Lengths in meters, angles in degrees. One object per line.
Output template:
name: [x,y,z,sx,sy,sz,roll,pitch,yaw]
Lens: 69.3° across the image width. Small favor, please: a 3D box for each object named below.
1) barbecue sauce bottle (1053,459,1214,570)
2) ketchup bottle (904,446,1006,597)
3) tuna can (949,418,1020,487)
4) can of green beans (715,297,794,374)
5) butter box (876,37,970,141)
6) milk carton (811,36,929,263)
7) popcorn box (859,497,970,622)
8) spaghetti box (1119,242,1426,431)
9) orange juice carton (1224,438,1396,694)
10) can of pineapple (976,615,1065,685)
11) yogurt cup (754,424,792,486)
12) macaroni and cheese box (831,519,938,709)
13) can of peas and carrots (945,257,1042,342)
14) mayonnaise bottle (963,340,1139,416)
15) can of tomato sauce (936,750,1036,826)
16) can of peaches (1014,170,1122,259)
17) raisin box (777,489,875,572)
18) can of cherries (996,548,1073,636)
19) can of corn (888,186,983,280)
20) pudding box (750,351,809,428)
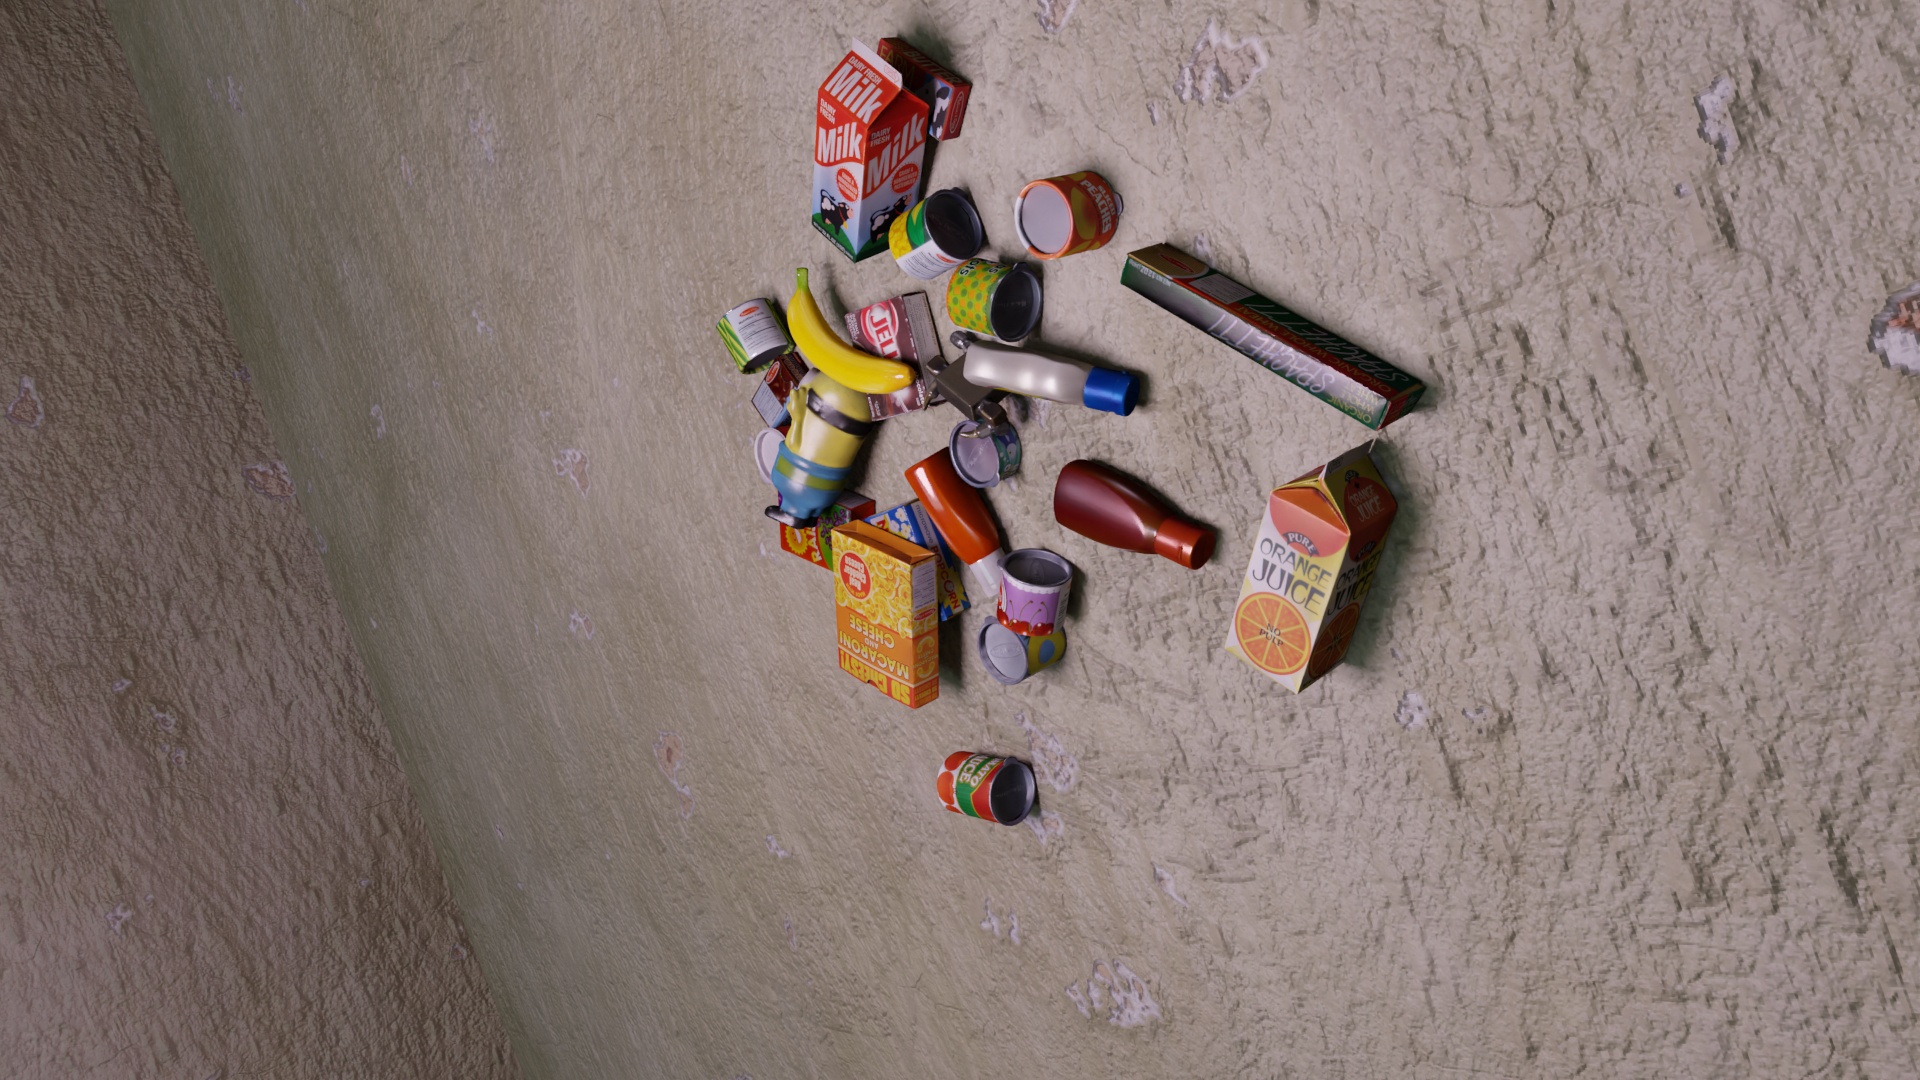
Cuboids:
barbecue sauce bottle: [0.149,-0.018,1.204,0.149,0.044,0.064,27,125,37]
ketchup bottle: [0.005,-0.017,1.349,0.043,0.065,0.148,-29,93,32]
tuna can: [0.025,-0.084,1.316,0.071,0.033,0.070,22,122,40]
can of green beans: [-0.221,-0.220,1.497,0.071,0.071,0.058,-38,79,48]
butter box: [-0.038,-0.407,1.248,0.104,0.024,0.052,42,134,27]
milk carton: [-0.082,-0.353,1.252,0.072,0.074,0.189,44,147,26]
popcorn box: [-0.049,0.025,1.442,0.085,0.038,0.126,-19,92,49]
spaghetti box: [0.229,-0.158,1.049,0.250,0.050,0.028,37,133,30]
orange juice carton: [0.272,0.014,1.063,0.073,0.072,0.191,33,129,33]
can of pineapple: [0.059,0.097,1.341,0.071,0.058,0.070,22,122,40]
yogurt cup: [-0.184,-0.096,1.521,0.072,0.054,0.072,22,122,40]
macaroni and cheese box: [-0.078,0.076,1.432,0.124,0.040,0.165,23,123,41]
can of peas and carrots: [0.030,-0.216,1.228,0.059,0.071,0.070,22,122,40]
mayonnaise bottle: [0.080,-0.140,1.200,0.148,0.065,0.041,16,101,24]
can of tomato sauce: [0.026,0.254,1.440,0.083,0.071,0.071,1,108,48]
can of peaches: [0.088,-0.269,1.146,0.071,0.058,0.071,22,122,40]
raisin box: [-0.147,-0.017,1.528,0.123,0.040,0.085,21,122,39]
can of cherries: [0.066,0.048,1.303,0.071,0.072,0.058,31,129,35]
can of corn: [-0.022,-0.278,1.258,0.058,0.071,0.071,-18,93,50]
pudding box: [-0.193,-0.161,1.520,0.050,0.030,0.083,56,138,15]
